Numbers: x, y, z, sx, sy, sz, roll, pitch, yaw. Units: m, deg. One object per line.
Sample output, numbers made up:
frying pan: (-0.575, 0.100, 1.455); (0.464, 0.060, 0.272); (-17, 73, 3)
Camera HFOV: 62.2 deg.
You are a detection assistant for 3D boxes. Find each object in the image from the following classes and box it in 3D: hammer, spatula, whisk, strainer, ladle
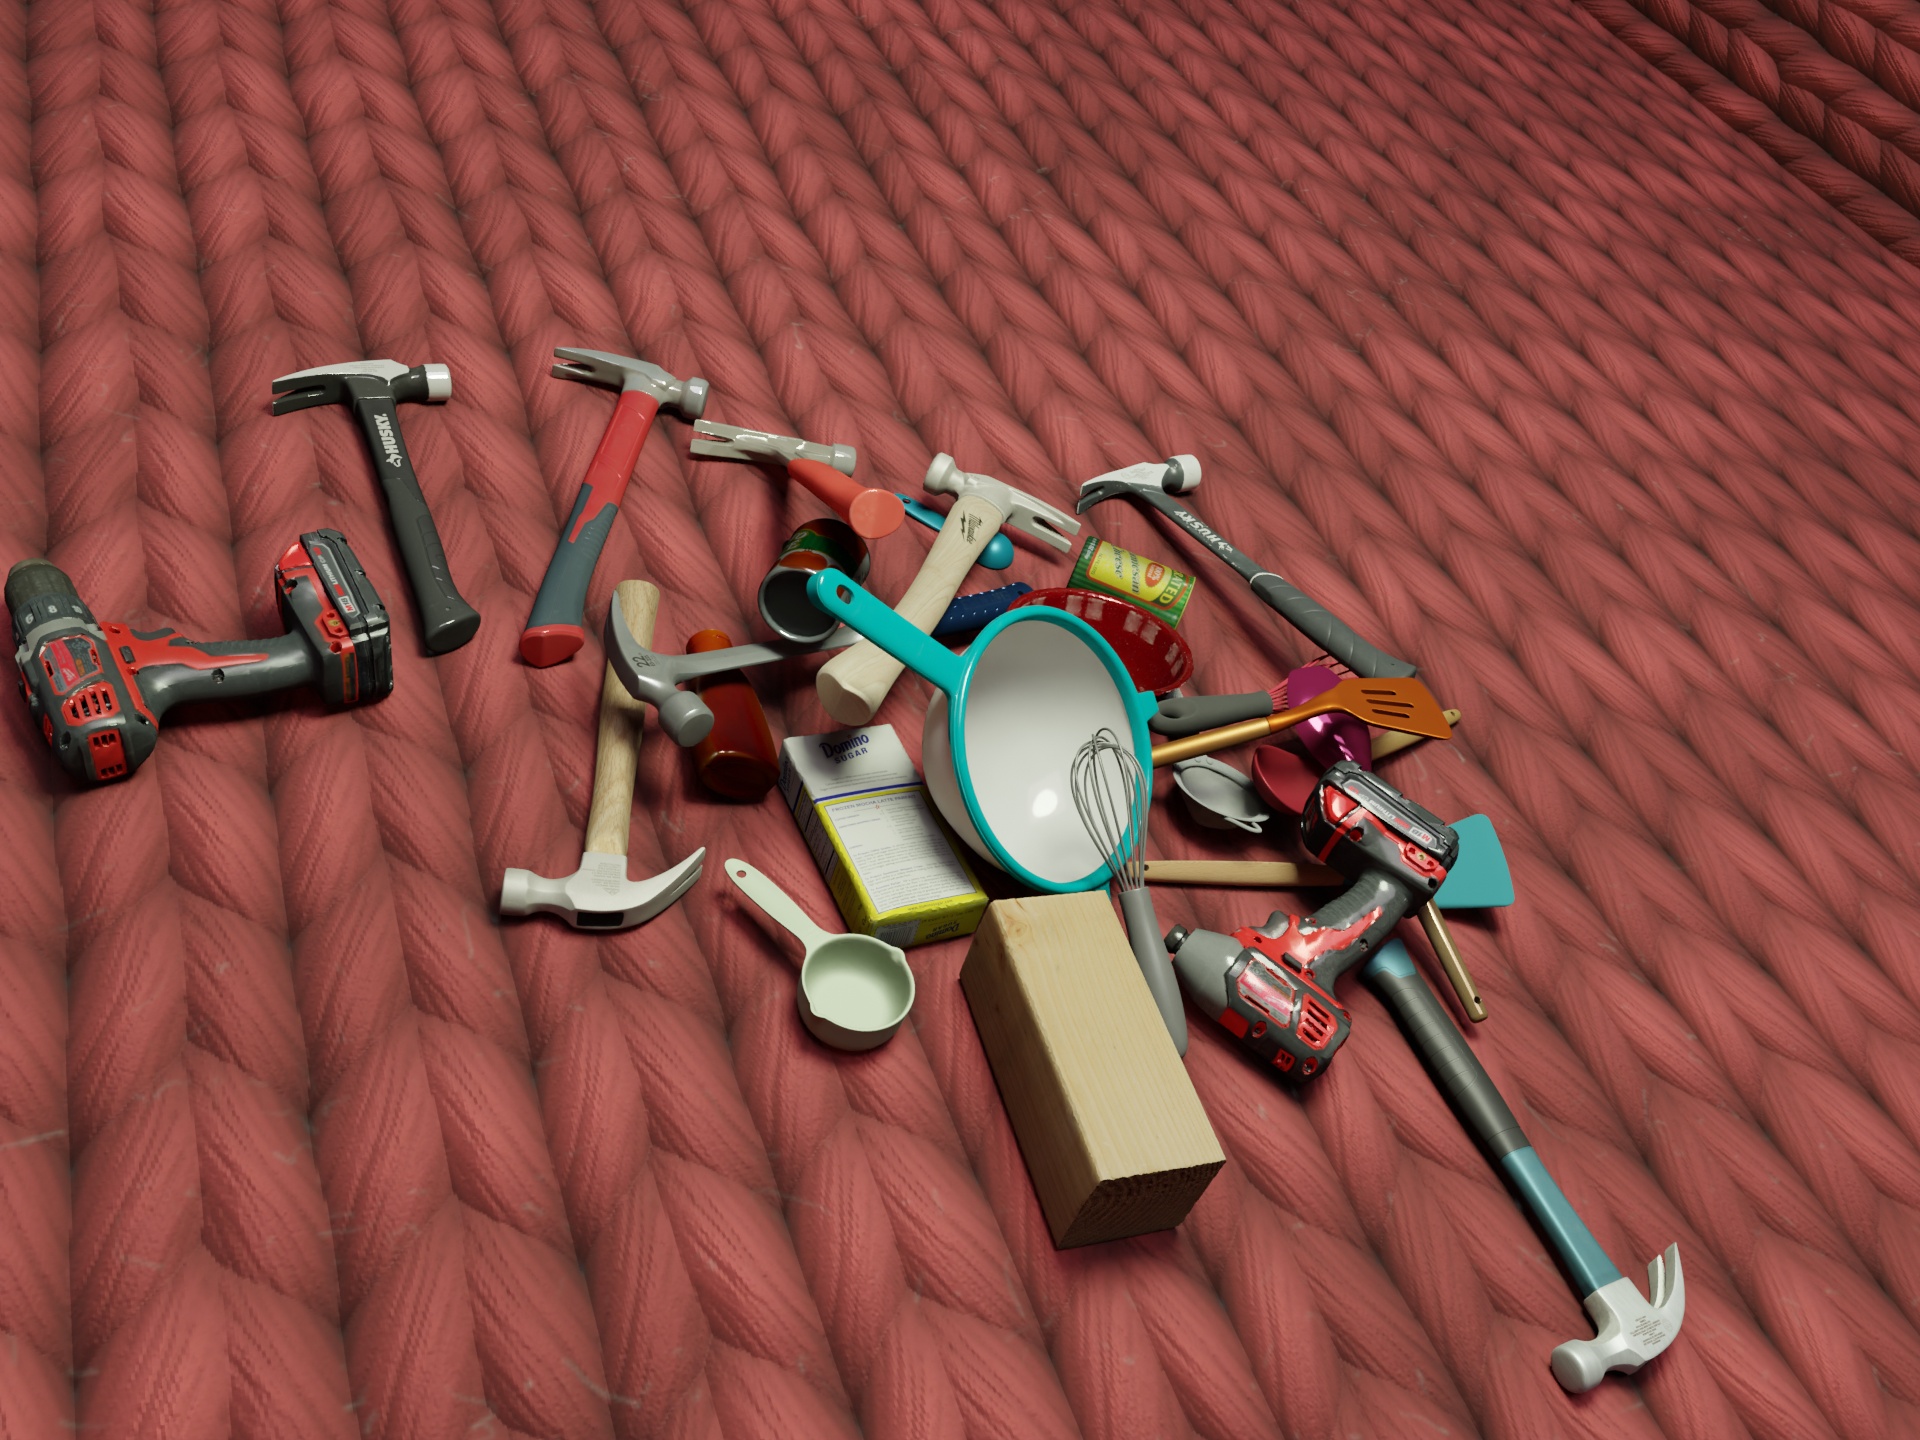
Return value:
hammer: (-0.452, -0.179, 1.276); (0.146, 0.035, 0.335); (-8, 51, -28)
hammer: (-0.318, -0.189, 1.333); (0.143, 0.038, 0.387); (13, 44, -6)
spatula: (0.279, 0.115, 1.249); (0.317, 0.044, 0.082); (2, 59, -17)
whisk: (0.268, -0.016, 1.340); (0.295, 0.073, 0.073); (-8, 50, -35)
whisk: (0.124, 0.121, 1.121); (0.055, 0.055, 0.239); (-9, 80, -27)
strainer: (-0.002, -0.004, 1.141); (0.340, 0.095, 0.211); (35, 59, -33)
hammer: (-0.247, 0.014, 1.162); (0.130, 0.031, 0.332); (8, 44, -12)
hammer: (0.261, -0.134, 1.436); (0.149, 0.036, 0.409); (-13, 40, -27)
hammer: (0.381, 0.293, 1.117); (0.128, 0.033, 0.331); (-8, 50, -26)
ladle: (0.342, 0.026, 1.350); (0.315, 0.031, 0.069); (-16, 67, -42)
hammer: (-0.093, -0.070, 1.256); (0.405, 0.035, 0.144); (-14, 48, -42)
strainer: (0.191, 0.017, 1.317); (0.086, 0.050, 0.259); (11, 37, -24)
spatula: (0.219, 0.018, 1.250); (0.322, 0.041, 0.081); (-15, 38, 2)
hammer: (-0.013, -0.104, 1.286); (0.146, 0.038, 0.411); (26, 34, 2)
hammer: (-0.123, -0.199, 1.292); (0.149, 0.036, 0.359); (7, 14, -19)

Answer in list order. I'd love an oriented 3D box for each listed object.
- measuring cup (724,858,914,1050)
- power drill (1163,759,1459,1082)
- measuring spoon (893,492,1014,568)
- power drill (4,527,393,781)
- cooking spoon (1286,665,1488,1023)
measuring cup: (-0.103, 0.156, 1.071); (0.168, 0.038, 0.083); (40, 46, 22)
power drill: (0.254, 0.141, 1.161); (0.143, 0.078, 0.220); (35, 64, 15)
measuring spoon: (-0.006, -0.180, 1.451); (0.128, 0.021, 0.042); (31, 44, 9)
power drill: (-0.532, -0.063, 1.104); (0.226, 0.080, 0.188); (-20, 56, -31)
cooking spoon: (0.338, 0.089, 1.254); (0.068, 0.017, 0.319); (-9, 62, -22)
